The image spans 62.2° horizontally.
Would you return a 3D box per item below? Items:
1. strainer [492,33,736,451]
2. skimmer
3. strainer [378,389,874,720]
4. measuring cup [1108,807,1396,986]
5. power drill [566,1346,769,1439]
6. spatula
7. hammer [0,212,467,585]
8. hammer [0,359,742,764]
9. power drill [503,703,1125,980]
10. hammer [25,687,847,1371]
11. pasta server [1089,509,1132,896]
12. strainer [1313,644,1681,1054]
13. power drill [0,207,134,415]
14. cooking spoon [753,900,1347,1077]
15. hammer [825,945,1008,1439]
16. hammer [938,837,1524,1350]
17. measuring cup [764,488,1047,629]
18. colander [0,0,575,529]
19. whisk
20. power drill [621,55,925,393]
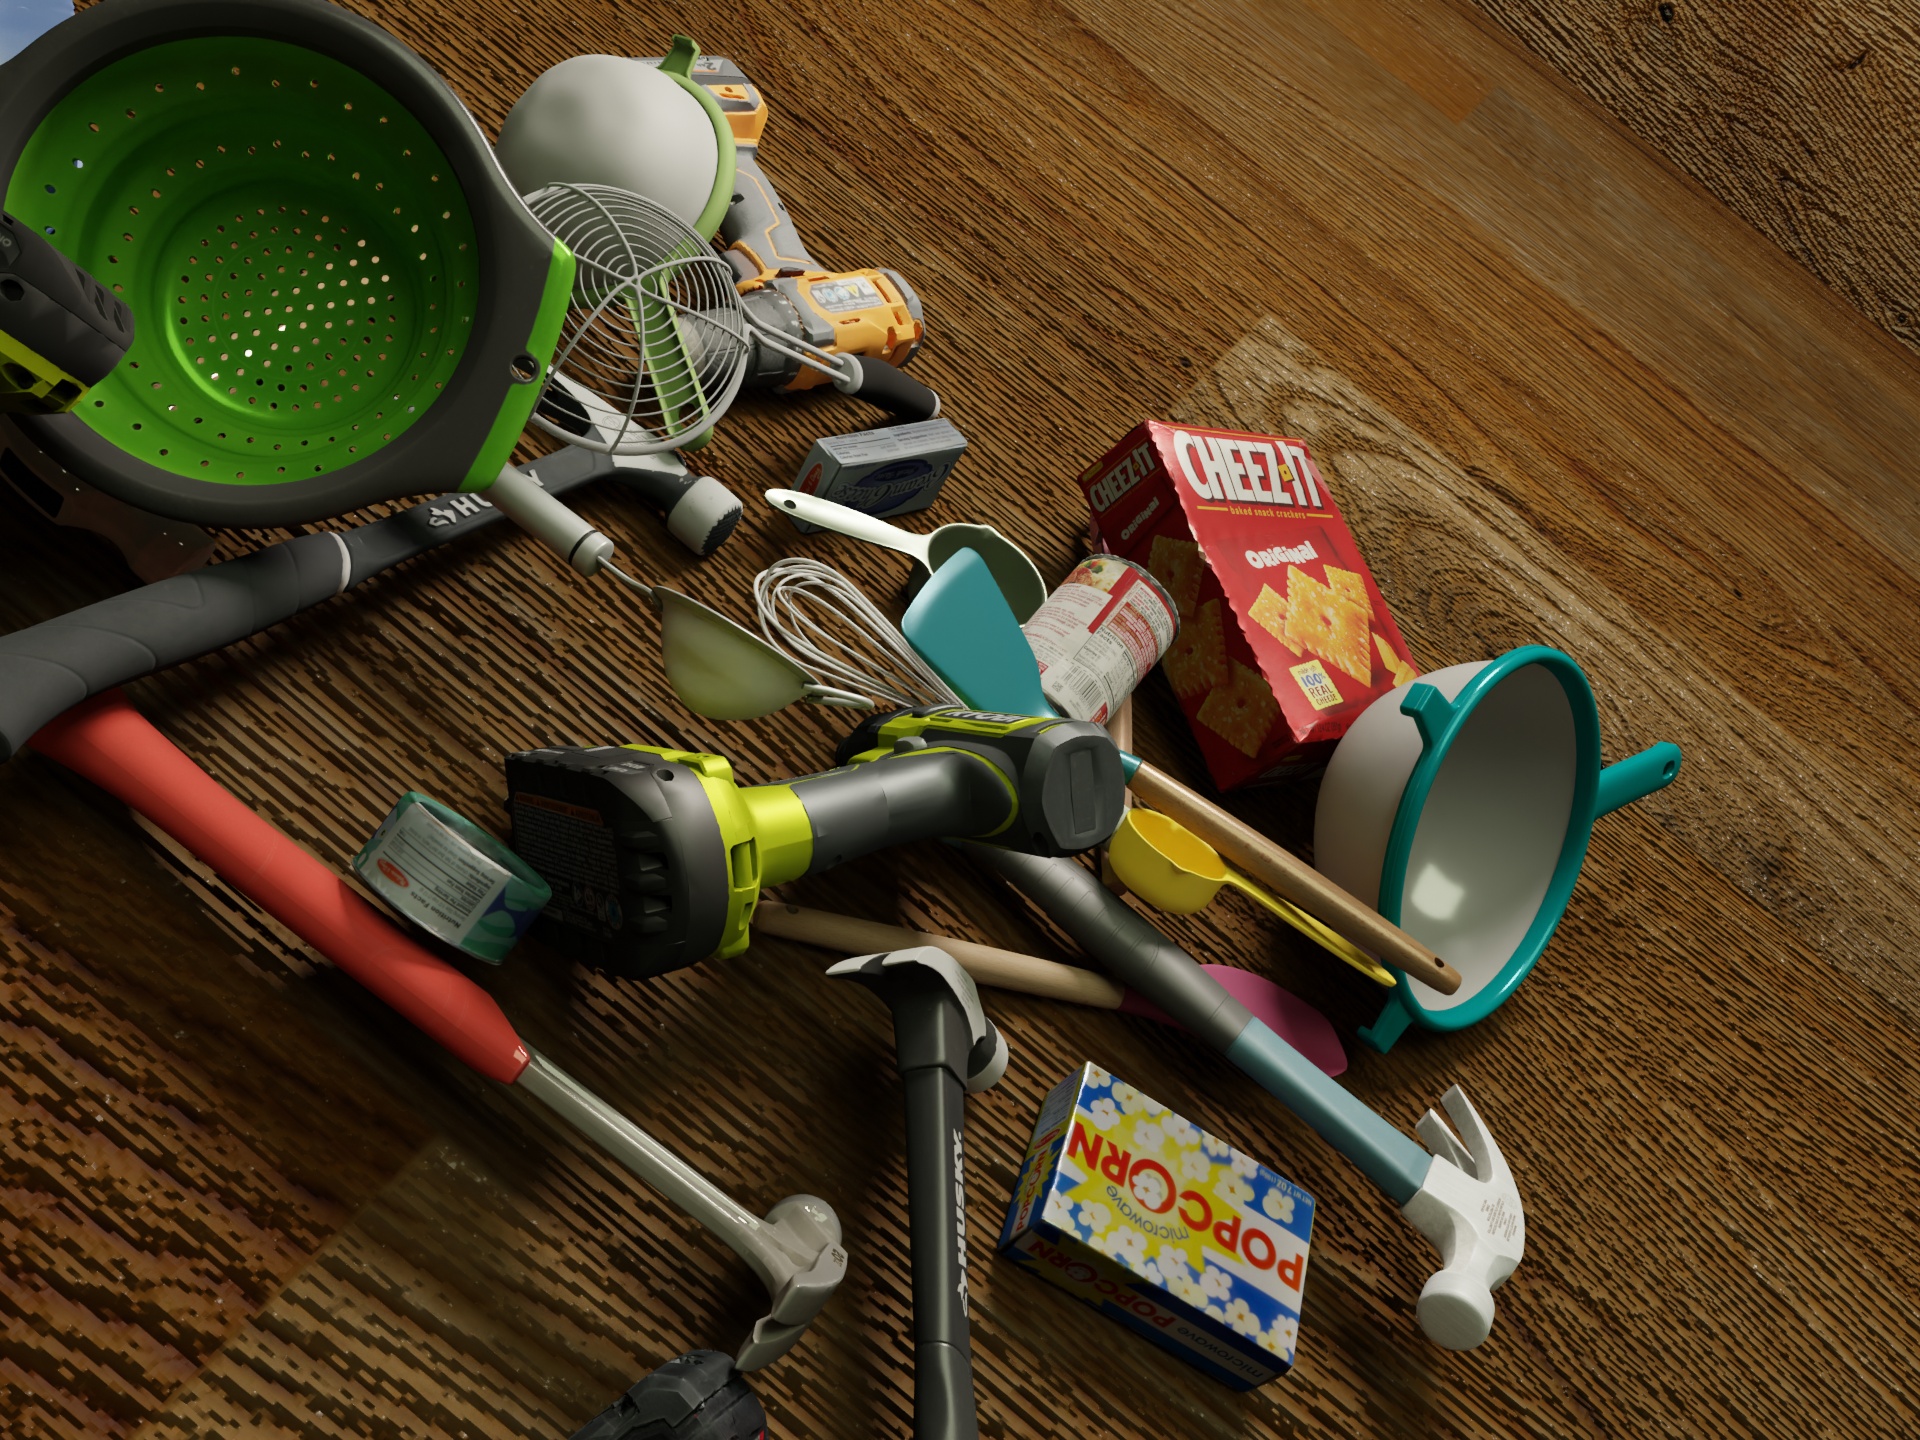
[{"bbox_3d":[-0.186,-0.260,0.846,0.069,0.151,0.257,47,21,-67],"label":"strainer"},{"bbox_3d":[-0.110,-0.184,0.831,0.363,0.090,0.127,-5,80,-70],"label":"skimmer"},{"bbox_3d":[-0.153,-0.065,0.684,0.258,0.087,0.050,37,80,7],"label":"strainer"},{"bbox_3d":[0.140,0.095,0.770,0.156,0.029,0.062,32,18,-5],"label":"measuring cup"},{"bbox_3d":[-0.035,0.291,0.449,0.188,0.080,0.227,-37,76,-10],"label":"power drill"},{"bbox_3d":[0.109,0.034,0.761,0.317,0.044,0.082,34,42,2],"label":"spatula"},{"bbox_3d":[-0.325,-0.190,0.760,0.130,0.031,0.331,42,38,-13],"label":"hammer"},{"bbox_3d":[-0.254,-0.076,0.671,0.149,0.036,0.409,39,32,6],"label":"hammer"},{"bbox_3d":[-0.066,0.036,0.668,0.223,0.171,0.080,-11,100,-37],"label":"power drill"},{"bbox_3d":[-0.191,0.093,0.556,0.359,0.149,0.037,36,83,6],"label":"hammer"},{"bbox_3d":[0.094,-0.033,0.913,0.060,0.040,0.317,31,42,-25],"label":"pasta server"},{"bbox_3d":[0.301,0.044,0.908,0.340,0.211,0.095,-13,22,-43],"label":"strainer"},{"bbox_3d":[-0.408,-0.091,0.517,0.190,0.080,0.228,34,83,-4],"label":"power drill"},{"bbox_3d":[0.052,0.125,0.756,0.318,0.017,0.069,16,33,-22],"label":"cooking spoon"},{"bbox_3d":[-0.007,0.238,0.559,0.035,0.146,0.335,-11,56,12],"label":"hammer"},{"bbox_3d":[0.119,0.138,0.743,0.331,0.033,0.128,39,31,14],"label":"hammer"},{"bbox_3d":[-0.034,-0.084,0.872,0.167,0.038,0.083,19,45,-17],"label":"measuring cup"},{"bbox_3d":[-0.353,-0.203,0.620,0.397,0.094,0.204,21,87,-12],"label":"colander"},{"bbox_3d":[-0.001,-0.003,0.804,0.246,0.057,0.059,36,33,-1],"label":"whisk"},{"bbox_3d":[-0.148,-0.288,0.949,0.185,0.084,0.226,-25,74,-43],"label":"power drill"}]
